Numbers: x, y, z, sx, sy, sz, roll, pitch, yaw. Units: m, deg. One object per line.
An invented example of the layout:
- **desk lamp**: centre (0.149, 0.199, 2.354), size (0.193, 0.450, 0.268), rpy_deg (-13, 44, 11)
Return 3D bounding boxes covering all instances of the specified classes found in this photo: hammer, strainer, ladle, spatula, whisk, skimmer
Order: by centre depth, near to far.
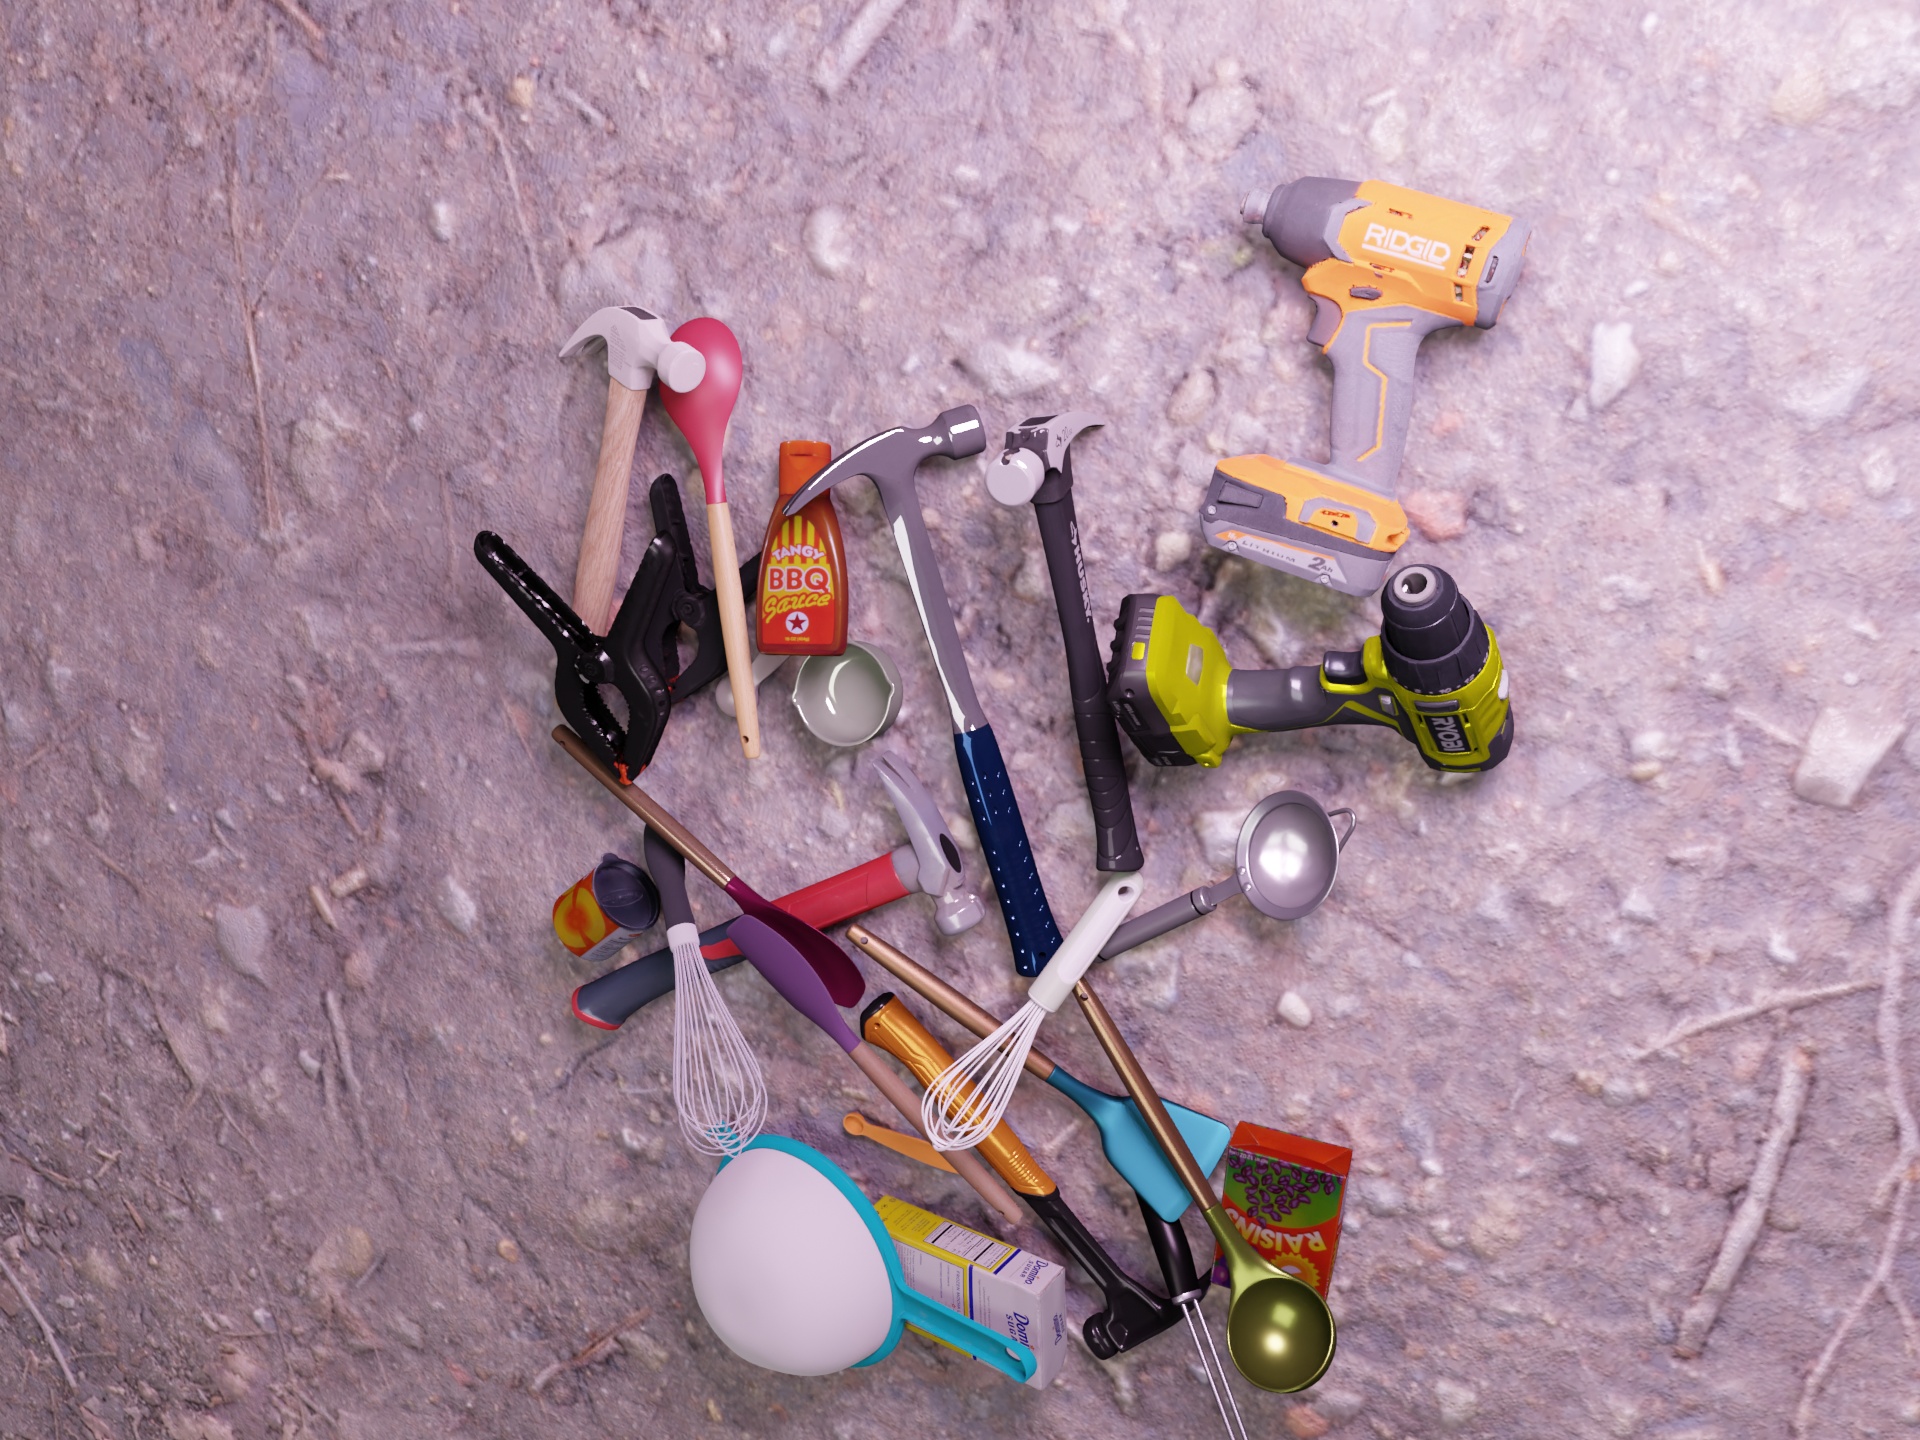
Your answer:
- **hammer**: centre (0.083, -0.042, 1.051), size (0.035, 0.146, 0.334), rpy_deg (-1, 119, 23)
- **strainer**: centre (0.176, 0.120, 1.100), size (0.258, 0.050, 0.087), rpy_deg (-32, 59, 34)
- **hammer**: centre (-0.002, -0.004, 1.110), size (0.144, 0.035, 0.405), rpy_deg (-19, 106, -5)
- **ladle**: centre (0.162, 0.324, 1.126), size (0.078, 0.062, 0.320), rpy_deg (-31, 85, 8)
- **ladle**: centre (-0.170, -0.128, 1.131), size (0.069, 0.031, 0.315), rpy_deg (-5, 97, 24)
- **whisk**: centre (0.053, 0.206, 1.131), size (0.057, 0.059, 0.246), rpy_deg (35, 94, -12)
- **skimmer**: centre (0.169, 0.484, 1.147), size (0.090, 0.127, 0.364), rpy_deg (-49, 53, 50)
- **spatula**: centre (0.047, 0.244, 1.172), size (0.317, 0.044, 0.082), rpy_deg (35, 84, -1)
- **hammer**: centre (-0.265, -0.146, 1.176), size (0.130, 0.031, 0.331), rpy_deg (39, 126, 32)
- **whisk**: centre (-0.203, 0.194, 1.204), size (0.070, 0.070, 0.285), rpy_deg (-37, 56, 28)
- **spatula**: centre (-0.062, 0.266, 1.211), size (0.316, 0.018, 0.059), rpy_deg (48, 137, -3)
- **hammer**: centre (0.047, 0.341, 1.231), size (0.337, 0.034, 0.127), rpy_deg (49, 119, 1)
- **strainer**: centre (-0.102, 0.462, 1.249), size (0.340, 0.095, 0.211), rpy_deg (12, 114, 37)
- **hammer**: centre (-0.170, 0.154, 1.254), size (0.386, 0.038, 0.143), rpy_deg (-25, 96, 27)

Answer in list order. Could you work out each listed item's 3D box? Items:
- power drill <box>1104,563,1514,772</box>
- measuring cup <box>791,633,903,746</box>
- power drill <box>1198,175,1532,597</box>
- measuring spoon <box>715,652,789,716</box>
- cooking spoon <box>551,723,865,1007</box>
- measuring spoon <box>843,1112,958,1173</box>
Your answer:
- **power drill**: centre (0.210, -0.031, 0.964), size (0.228, 0.190, 0.080), rpy_deg (-1, 64, 27)
- **measuring cup**: centre (-0.083, -0.065, 1.149), size (0.083, 0.038, 0.167), rpy_deg (-6, 90, 23)
- **power drill**: centre (0.220, -0.205, 0.948), size (0.164, 0.084, 0.226), rpy_deg (22, 110, 14)
- **measuring spoon**: centre (-0.144, -0.046, 1.185), size (0.034, 0.018, 0.124), rpy_deg (46, 117, 2)
- **cooking spoon**: centre (-0.195, 0.107, 1.218), size (0.319, 0.017, 0.068), rpy_deg (40, 134, 9)
- **measuring spoon**: centre (-0.040, 0.340, 1.282), size (0.117, 0.011, 0.021), rpy_deg (17, 117, 12)
